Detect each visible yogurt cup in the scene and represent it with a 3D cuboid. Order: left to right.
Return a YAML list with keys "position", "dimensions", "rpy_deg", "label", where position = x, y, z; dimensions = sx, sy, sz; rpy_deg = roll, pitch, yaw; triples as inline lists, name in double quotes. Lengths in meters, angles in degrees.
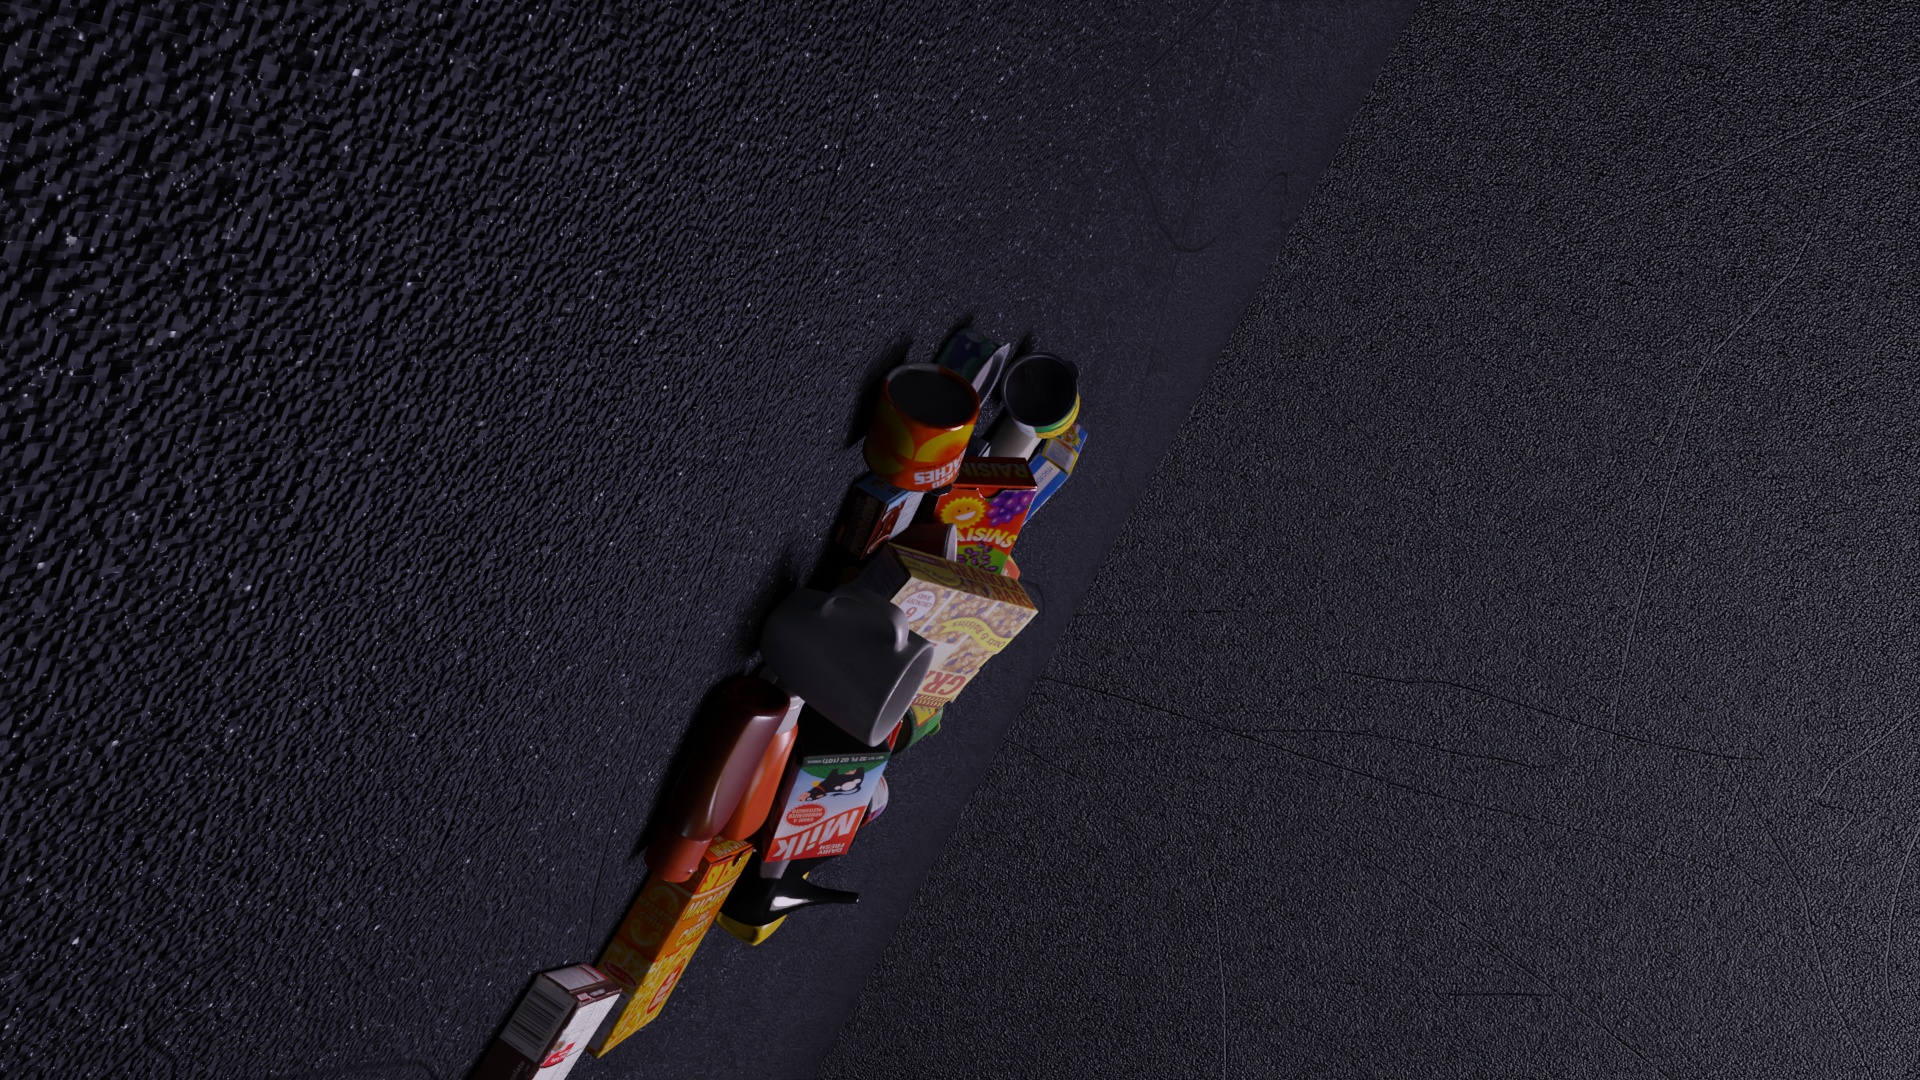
- position: [-0.034, 0.017, 1.111]
  dimensions: [0.072, 0.054, 0.072]
  rpy_deg: [2, 93, -84]
  label: "yogurt cup"

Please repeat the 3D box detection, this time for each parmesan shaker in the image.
- position: [-0.062, 0.186, 1.455]
  dimensions: [0.071, 0.071, 0.103]
  rpy_deg: [-62, 170, 12]
  label: "parmesan shaker"

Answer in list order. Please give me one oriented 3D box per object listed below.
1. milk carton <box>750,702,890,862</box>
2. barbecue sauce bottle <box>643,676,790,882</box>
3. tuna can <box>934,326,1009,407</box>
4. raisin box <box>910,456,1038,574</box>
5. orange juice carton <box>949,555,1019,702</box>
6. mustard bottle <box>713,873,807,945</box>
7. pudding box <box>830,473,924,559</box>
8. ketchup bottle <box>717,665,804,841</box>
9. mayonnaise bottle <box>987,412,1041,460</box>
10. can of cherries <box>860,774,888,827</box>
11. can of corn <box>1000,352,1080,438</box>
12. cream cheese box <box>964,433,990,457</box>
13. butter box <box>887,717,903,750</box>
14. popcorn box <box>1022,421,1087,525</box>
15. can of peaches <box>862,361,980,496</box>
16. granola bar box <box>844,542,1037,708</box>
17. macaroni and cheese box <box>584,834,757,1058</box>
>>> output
- position: [-0.121, 0.199, 1.125]
  dimensions: [0.072, 0.074, 0.189]
  rpy_deg: [1, 137, -24]
  label: "milk carton"
- position: [-0.171, 0.166, 0.955]
  dimensions: [0.148, 0.044, 0.065]
  rpy_deg: [-61, 166, 14]
  label: "barbecue sauce bottle"
- position: [0.004, -0.121, 1.005]
  dimensions: [0.071, 0.033, 0.071]
  rpy_deg: [-56, 170, -16]
  label: "tuna can"
- position: [0.004, -0.015, 1.165]
  dimensions: [0.122, 0.086, 0.040]
  rpy_deg: [111, -29, -42]
  label: "raisin box"
- position: [0.002, 0.070, 1.431]
  dimensions: [0.072, 0.073, 0.191]
  rpy_deg: [-48, 165, -46]
  label: "orange juice carton"
- position: [-0.170, 0.299, 1.300]
  dimensions: [0.161, 0.065, 0.048]
  rpy_deg: [-57, 177, -46]
  label: "mustard bottle"
- position: [-0.056, -0.024, 1.001]
  dimensions: [0.049, 0.030, 0.084]
  rpy_deg: [-63, 169, 25]
  label: "pudding box"
- position: [-0.148, 0.155, 1.029]
  dimensions: [0.148, 0.043, 0.065]
  rpy_deg: [-67, 174, 35]
  label: "ketchup bottle"
- position: [0.053, -0.098, 1.291]
  dimensions: [0.148, 0.041, 0.064]
  rpy_deg: [-56, 177, -22]
  label: "mayonnaise bottle"
- position: [-0.117, 0.270, 1.454]
  dimensions: [0.071, 0.071, 0.058]
  rpy_deg: [-60, 170, 7]
  label: "can of cherries"
- position: [0.073, -0.128, 1.218]
  dimensions: [0.071, 0.071, 0.058]
  rpy_deg: [-59, 171, -2]
  label: "can of corn"
- position: [-0.004, -0.043, 1.216]
  dimensions: [0.053, 0.024, 0.103]
  rpy_deg: [-54, 168, -31]
  label: "cream cheese box"
- position: [-0.068, 0.150, 1.350]
  dimensions: [0.104, 0.024, 0.052]
  rpy_deg: [-85, -168, -47]
  label: "butter box"
- position: [0.065, -0.056, 1.349]
  dimensions: [0.126, 0.038, 0.085]
  rpy_deg: [-47, -170, 35]
  label: "popcorn box"
- position: [-0.024, -0.073, 0.901]
  dimensions: [0.071, 0.071, 0.057]
  rpy_deg: [-49, 164, -45]
  label: "can of peaches"
- position: [-0.034, 0.070, 1.062]
  dimensions: [0.124, 0.039, 0.165]
  rpy_deg: [-46, 146, 20]
  label: "granola bar box"
- position: [-0.229, 0.303, 1.076]
  dimensions: [0.166, 0.040, 0.123]
  rpy_deg: [-59, 171, 0]
  label: "macaroni and cheese box"
